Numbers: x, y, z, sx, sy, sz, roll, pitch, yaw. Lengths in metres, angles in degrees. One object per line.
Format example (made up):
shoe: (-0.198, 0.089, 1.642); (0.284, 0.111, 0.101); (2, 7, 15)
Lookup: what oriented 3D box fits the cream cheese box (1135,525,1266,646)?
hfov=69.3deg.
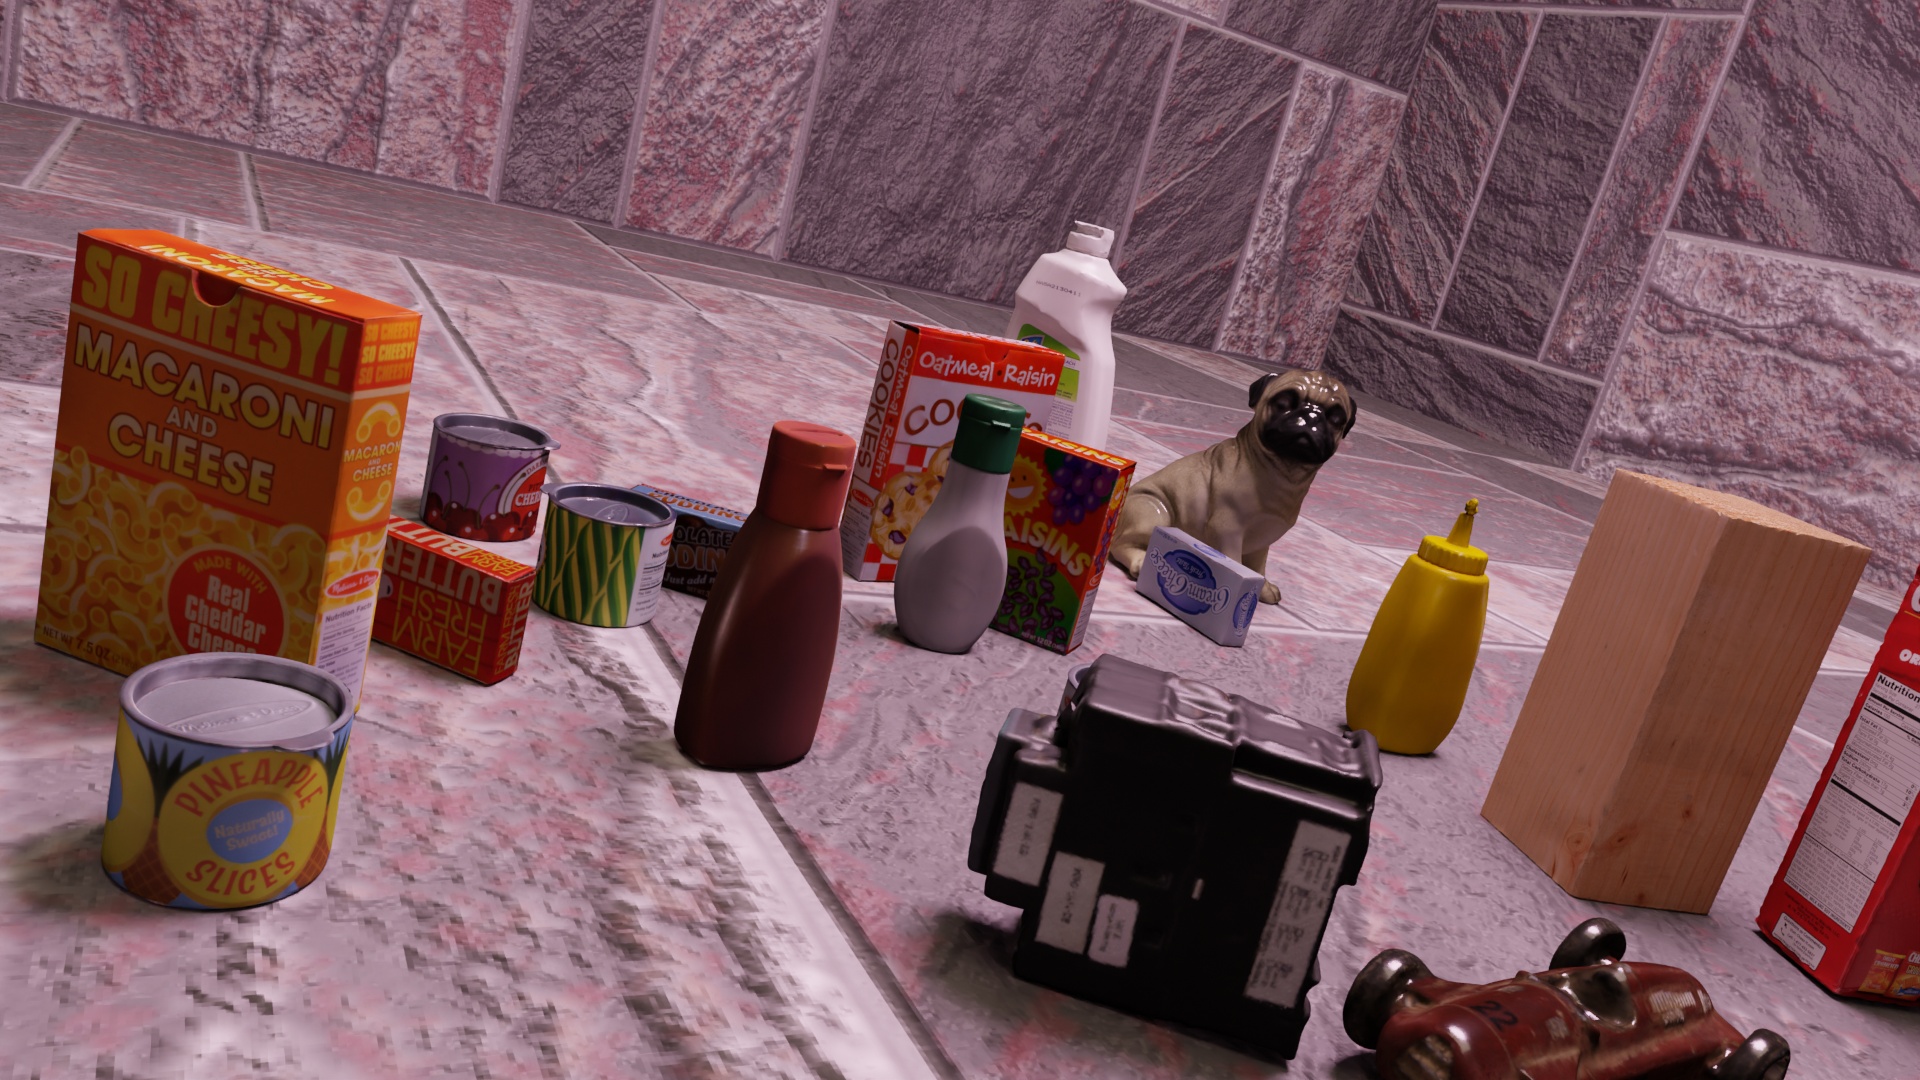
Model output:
cream cheese box: (0.171, 0.032, 0.999); (0.024, 0.053, 0.104); (5, 17, -33)

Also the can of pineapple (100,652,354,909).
can of pineapple: (-0.230, 0.075, 0.439); (0.071, 0.057, 0.071); (14, 15, -4)

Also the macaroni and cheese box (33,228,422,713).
macaroni and cheese box: (-0.283, -0.022, 0.533); (0.124, 0.166, 0.040); (17, 14, 9)

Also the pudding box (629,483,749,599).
pudding box: (-0.154, 0.002, 0.796); (0.084, 0.049, 0.030); (16, 14, 5)

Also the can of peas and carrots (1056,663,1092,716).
can of peas and carrots: (0.077, 0.098, 0.656); (0.071, 0.058, 0.071); (14, 15, -4)

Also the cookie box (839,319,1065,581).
cookie box: (-0.007, -0.055, 0.920); (0.123, 0.167, 0.040); (3, 18, -38)

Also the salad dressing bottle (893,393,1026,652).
salad dressing bottle: (0.003, -0.010, 0.804); (0.064, 0.147, 0.044); (10, 15, -18)

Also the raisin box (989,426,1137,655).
raisin box: (0.050, -0.002, 0.869); (0.086, 0.123, 0.040); (20, 15, 19)

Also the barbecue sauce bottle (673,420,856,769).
barbecue sauce bottle: (-0.079, 0.024, 0.599); (0.065, 0.148, 0.044); (1, 20, -43)

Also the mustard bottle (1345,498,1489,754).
mustard bottle: (0.284, 0.049, 0.838); (0.065, 0.159, 0.049); (9, 16, -23)

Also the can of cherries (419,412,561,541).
can of cherries: (-0.272, -0.036, 0.805); (0.071, 0.058, 0.072); (14, 15, -4)

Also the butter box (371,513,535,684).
butter box: (-0.244, 0.023, 0.627); (0.103, 0.053, 0.024); (19, 15, 14)

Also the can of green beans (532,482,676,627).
can of green beans: (-0.188, 0.007, 0.731); (0.071, 0.057, 0.071); (14, 15, -4)
